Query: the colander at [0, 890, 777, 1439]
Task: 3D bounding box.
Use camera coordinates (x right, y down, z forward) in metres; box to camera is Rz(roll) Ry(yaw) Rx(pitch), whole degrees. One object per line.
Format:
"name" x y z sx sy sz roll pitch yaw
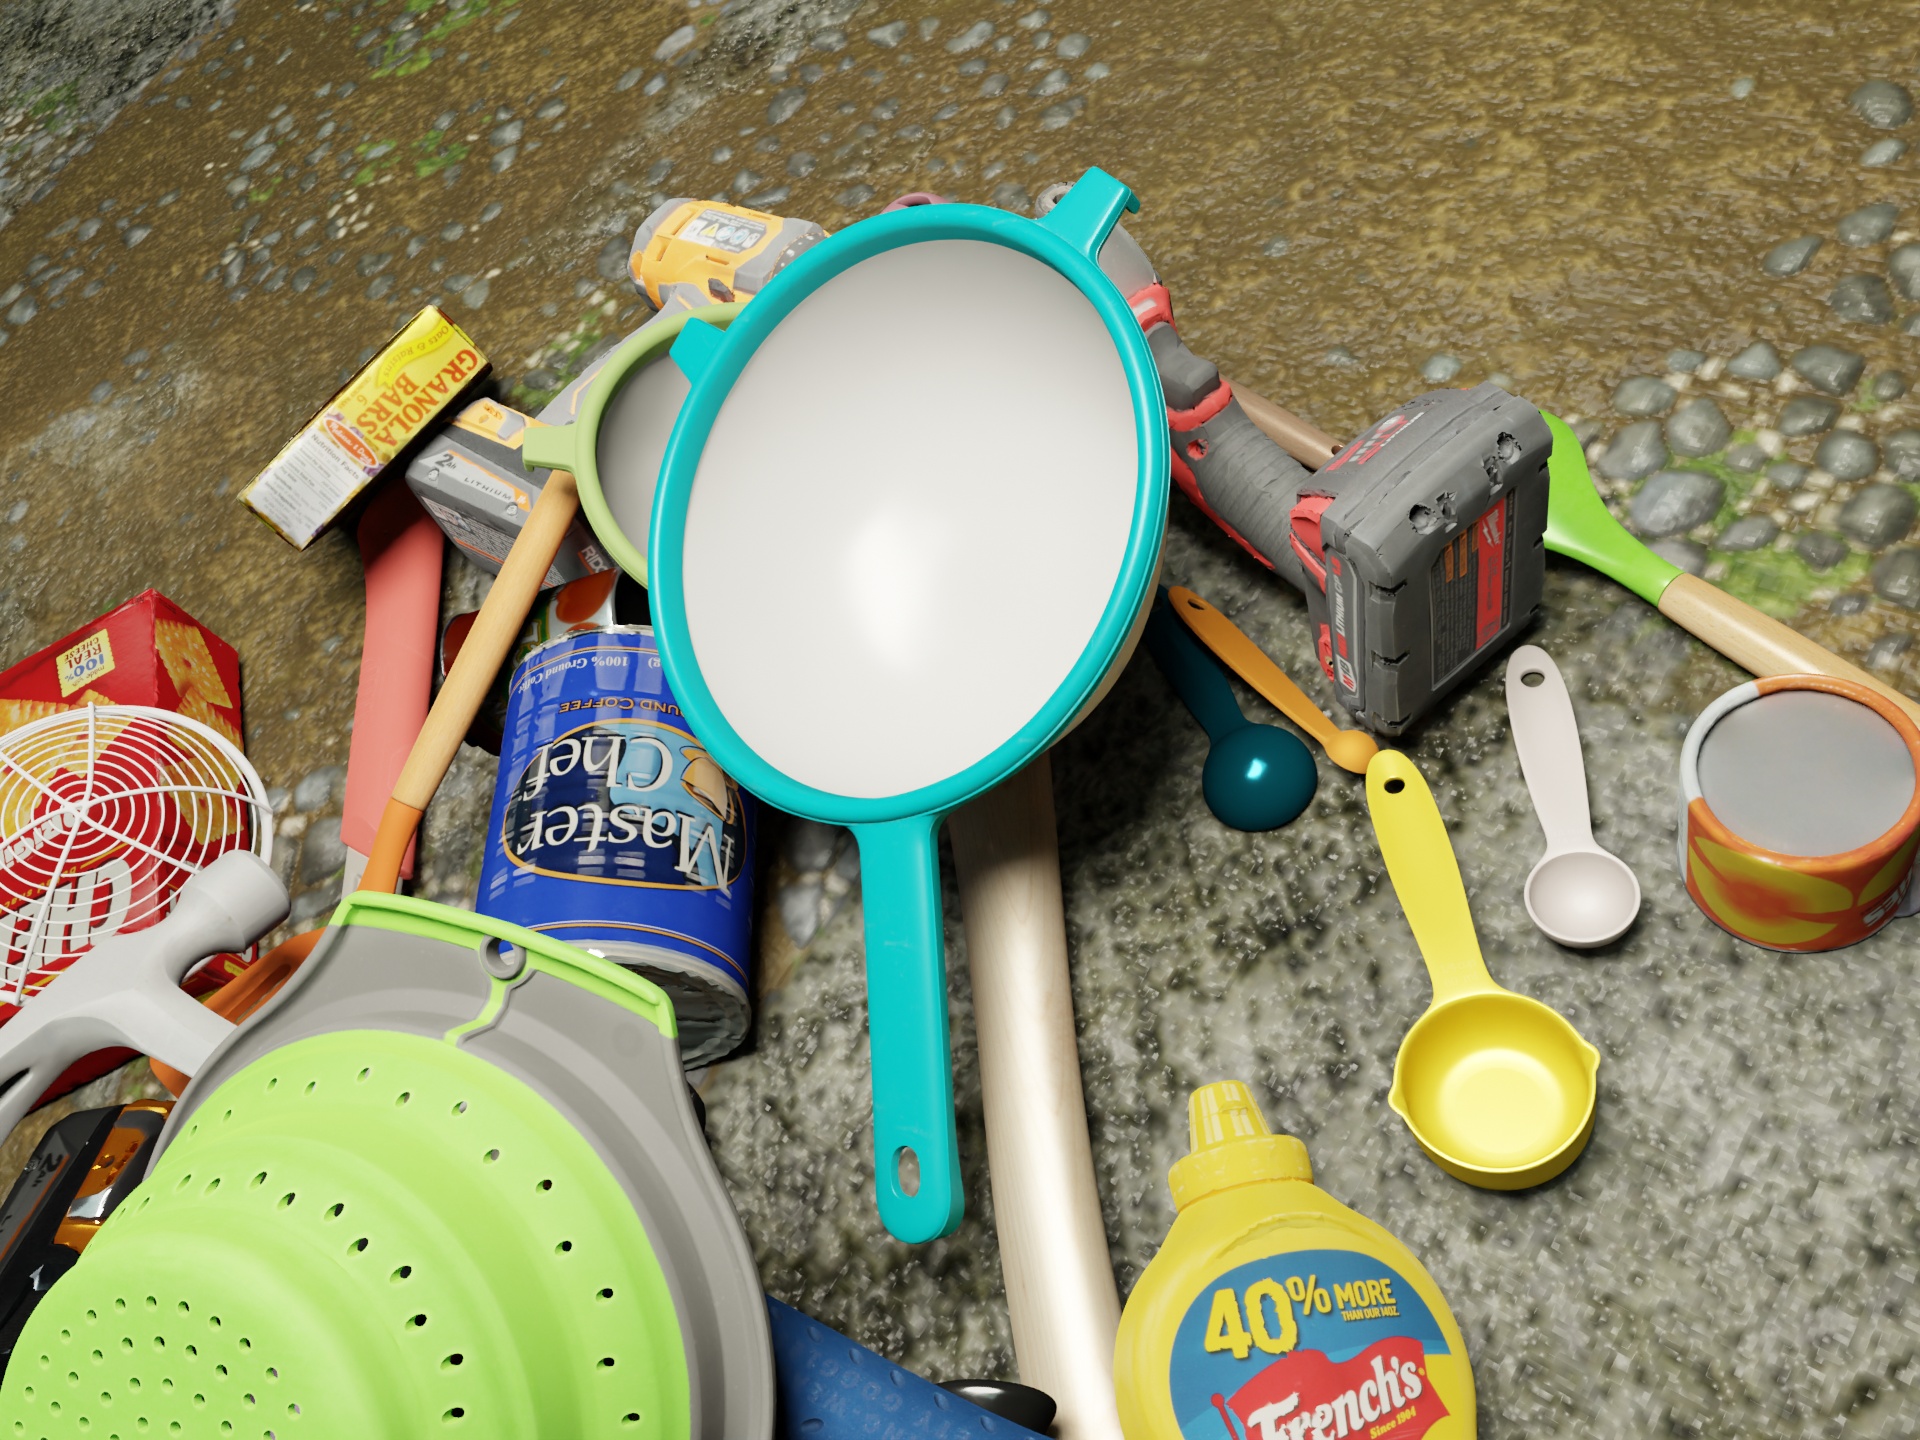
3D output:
"colander" -0.172 0.246 0.390 0.204 0.094 0.397 14 95 19

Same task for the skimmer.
"skimmer" -0.402 0.162 0.640 0.127 0.090 0.363 30 99 1

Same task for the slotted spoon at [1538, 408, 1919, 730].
"slotted spoon" 0.262 -0.032 0.534 0.070 0.031 0.314 -40 53 -7

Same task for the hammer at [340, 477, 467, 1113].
"hammer" -0.252 0.028 0.717 0.149 0.036 0.359 -17 53 13

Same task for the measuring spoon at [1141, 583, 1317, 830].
"measuring spoon" 0.091 -0.014 0.599 0.042 0.021 0.129 -29 52 4

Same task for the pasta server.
"pasta server" 0.059 -0.175 0.722 0.060 0.040 0.316 -46 56 -9

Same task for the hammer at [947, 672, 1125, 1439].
"hammer" 0.016 0.123 0.534 0.146 0.038 0.411 -18 53 14

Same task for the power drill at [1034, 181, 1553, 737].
"power drill" 0.101 -0.105 0.581 0.078 0.143 0.220 -39 53 -12

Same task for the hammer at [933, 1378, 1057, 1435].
"hammer" -0.045 0.325 0.377 0.146 0.035 0.335 9 60 28

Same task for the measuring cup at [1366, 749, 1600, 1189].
"measuring cup" 0.158 0.076 0.511 0.062 0.029 0.157 -17 47 13

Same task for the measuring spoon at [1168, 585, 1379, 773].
"measuring spoon" 0.115 -0.020 0.593 0.021 0.011 0.117 -7 41 -35

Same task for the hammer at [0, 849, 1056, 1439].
"hammer" -0.143 0.151 0.475 0.406 0.035 0.144 18 43 26

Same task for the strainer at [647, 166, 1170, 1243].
"strainer" -0.001 -0.002 0.551 0.211 0.095 0.340 -10 78 32

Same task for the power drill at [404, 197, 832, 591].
"power drill" -0.129 -0.154 0.760 0.185 0.084 0.226 24 66 33

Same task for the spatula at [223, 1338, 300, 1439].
"spatula" -0.268 0.327 0.535 0.060 0.018 0.316 -1 57 22

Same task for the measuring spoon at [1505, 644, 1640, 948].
"measuring spoon" 0.201 0.025 0.534 0.034 0.018 0.124 -10 48 17

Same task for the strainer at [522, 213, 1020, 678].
"strainer" -0.054 -0.131 0.693 0.151 0.069 0.256 40 64 4

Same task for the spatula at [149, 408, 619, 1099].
"spatula" -0.219 0.009 0.644 0.081 0.041 0.323 20 82 33

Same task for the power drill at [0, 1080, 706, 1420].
"power drill" -0.205 0.194 0.517 0.226 0.084 0.164 -6 37 6
